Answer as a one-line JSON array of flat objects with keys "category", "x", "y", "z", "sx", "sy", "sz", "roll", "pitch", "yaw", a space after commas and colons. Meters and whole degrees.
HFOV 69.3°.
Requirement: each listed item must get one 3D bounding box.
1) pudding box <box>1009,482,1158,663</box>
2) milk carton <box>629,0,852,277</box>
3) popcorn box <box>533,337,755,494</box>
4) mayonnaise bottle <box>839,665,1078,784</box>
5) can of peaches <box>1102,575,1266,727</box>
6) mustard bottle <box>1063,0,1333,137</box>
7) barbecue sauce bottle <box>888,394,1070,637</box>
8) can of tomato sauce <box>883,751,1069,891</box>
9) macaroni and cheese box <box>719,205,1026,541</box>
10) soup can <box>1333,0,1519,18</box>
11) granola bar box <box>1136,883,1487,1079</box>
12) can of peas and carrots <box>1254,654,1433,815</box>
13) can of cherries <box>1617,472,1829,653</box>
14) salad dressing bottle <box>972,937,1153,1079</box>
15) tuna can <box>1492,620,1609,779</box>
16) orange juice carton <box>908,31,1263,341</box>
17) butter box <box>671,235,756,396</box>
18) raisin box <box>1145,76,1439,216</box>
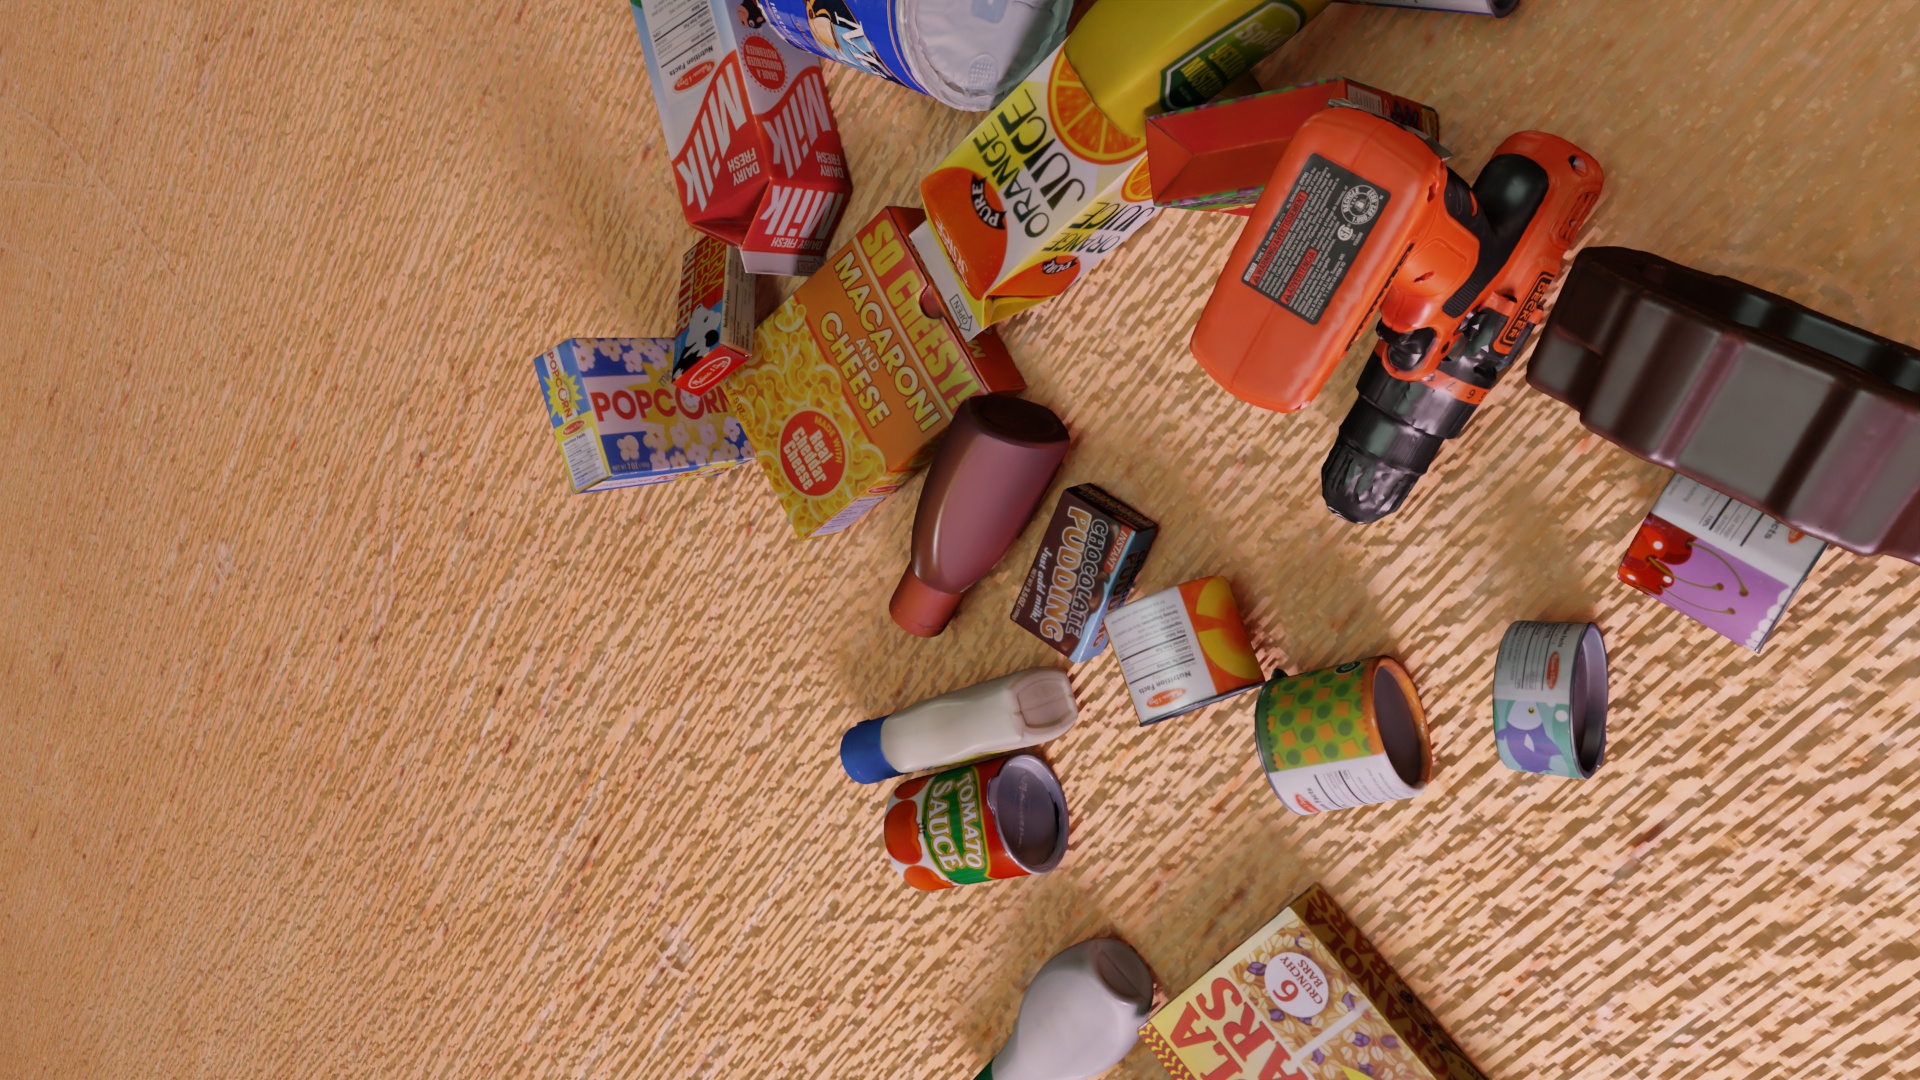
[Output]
[{"category": "pudding box", "x": 0.066, "y": 0.018, "z": 0.738, "sx": 0.050, "sy": 0.030, "sz": 0.083, "roll": 34, "pitch": 115, "yaw": 26}, {"category": "milk carton", "x": -0.124, "y": -0.245, "z": 0.806, "sx": 0.073, "sy": 0.072, "sz": 0.190, "roll": -16, "pitch": 87, "yaw": 36}, {"category": "popcorn box", "x": -0.190, "y": -0.079, "z": 0.846, "sx": 0.038, "sy": 0.127, "sz": 0.085, "roll": -21, "pitch": 86, "yaw": 33}, {"category": "mayonnaise bottle", "x": -0.007, "y": 0.108, "z": 0.787, "sx": 0.147, "sy": 0.065, "sz": 0.041, "roll": -23, "pitch": 81, "yaw": 40}, {"category": "can of peaches", "x": 0.111, "y": 0.055, "z": 0.689, "sx": 0.071, "sy": 0.071, "sz": 0.058, "roll": -28, "pitch": 76, "yaw": 35}, {"category": "mustard bottle", "x": 0.120, "y": -0.227, "z": 0.558, "sx": 0.160, "sy": 0.065, "sz": 0.049, "roll": -32, "pitch": 75, "yaw": 23}, {"category": "barbecue sauce bottle", "x": 0.003, "y": -0.010, "z": 0.762, "sx": 0.147, "sy": 0.065, "sz": 0.044, "roll": -63, "pitch": 37, "yaw": 34}, {"category": "can of tomato sauce", "x": 0.007, "y": 0.158, "z": 0.777, "sx": 0.083, "sy": 0.071, "sz": 0.071, "roll": -20, "pitch": 86, "yaw": 36}, {"category": "macaroni and cheese box", "x": -0.058, "y": -0.093, "z": 0.802, "sx": 0.166, "sy": 0.040, "sz": 0.124, "roll": -36, "pitch": 77, "yaw": 34}, {"category": "soup can", "x": 0.194, "y": -0.259, "z": 0.583, "sx": 0.084, "sy": 0.071, "sz": 0.071, "roll": 20, "pitch": 109, "yaw": 32}, {"category": "granola bar box", "x": 0.186, "y": 0.274, "z": 0.688, "sx": 0.166, "sy": 0.039, "sz": 0.123, "roll": 50, "pitch": 121, "yaw": 18}, {"category": "can of peas and carrots", "x": 0.179, "y": 0.089, "z": 0.648, "sx": 0.058, "sy": 0.071, "sz": 0.071, "roll": -19, "pitch": 86, "yaw": 36}, {"category": "can of cherries", "x": 0.302, "y": 0.003, "z": 0.547, "sx": 0.058, "sy": 0.072, "sz": 0.071, "roll": 33, "pitch": 115, "yaw": 27}, {"category": "salad dressing bottle", "x": 0.051, "y": 0.284, "z": 0.784, "sx": 0.064, "sy": 0.044, "sz": 0.147, "roll": 46, "pitch": 121, "yaw": 19}, {"category": "tuna can", "x": 0.253, "y": 0.069, "z": 0.593, "sx": 0.033, "sy": 0.071, "sz": 0.071, "roll": 1, "pitch": 98, "yaw": 36}, {"category": "orange juice carton", "x": 0.051, "y": -0.182, "z": 0.690, "sx": 0.192, "sy": 0.073, "sz": 0.072, "roll": -37, "pitch": 76, "yaw": 34}, {"category": "butter box", "x": -0.148, "y": -0.142, "z": 0.840, "sx": 0.053, "sy": 0.024, "sz": 0.104, "roll": -30, "pitch": 49, "yaw": 37}, {"category": "raisin box", "x": 0.145, "y": -0.165, "z": 0.595, "sx": 0.086, "sy": 0.124, "sz": 0.040, "roll": -2, "pitch": 97, "yaw": 35}]
